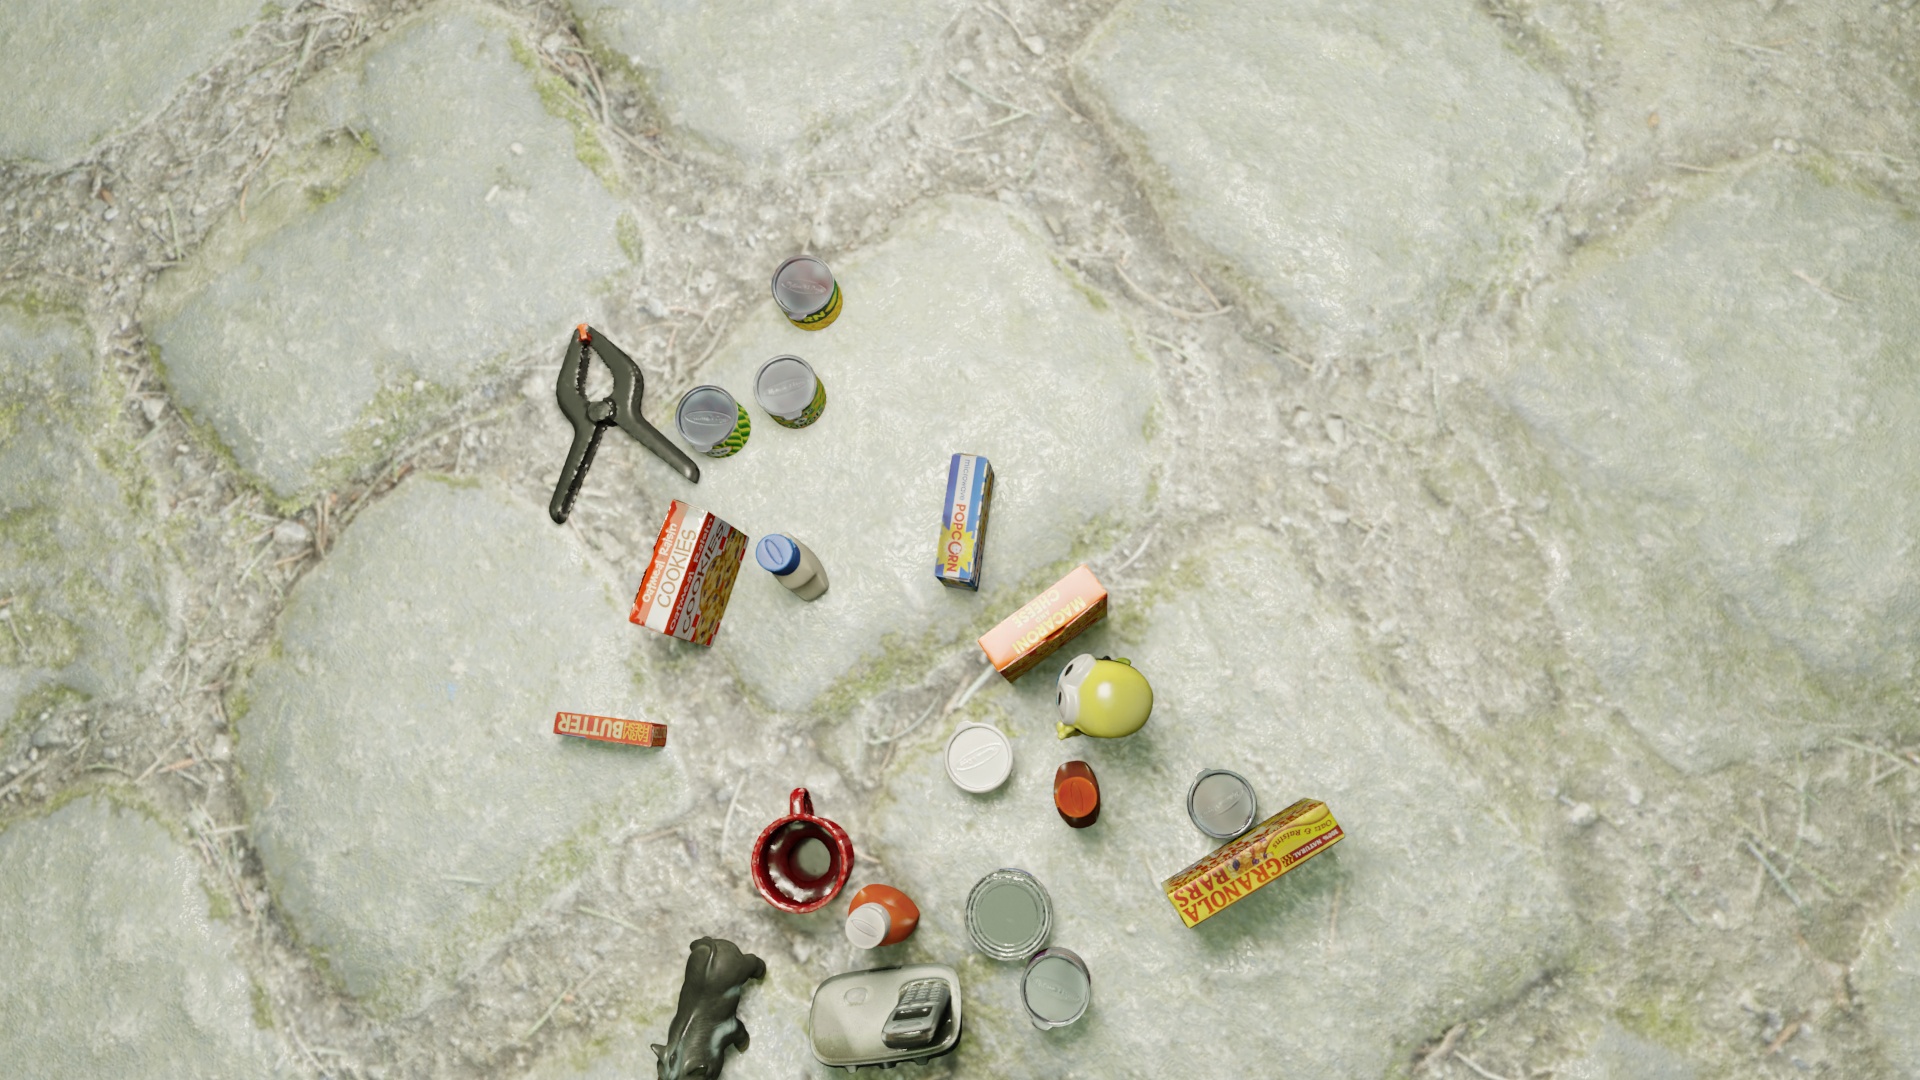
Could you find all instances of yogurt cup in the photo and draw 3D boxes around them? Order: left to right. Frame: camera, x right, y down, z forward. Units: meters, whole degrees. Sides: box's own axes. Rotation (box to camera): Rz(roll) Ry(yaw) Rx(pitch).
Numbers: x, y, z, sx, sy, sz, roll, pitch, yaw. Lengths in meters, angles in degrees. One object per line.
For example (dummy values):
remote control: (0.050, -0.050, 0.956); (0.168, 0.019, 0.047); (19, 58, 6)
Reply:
yogurt cup: (0.019, 0.214, 1.370); (0.072, 0.054, 0.072); (-1, 81, 5)

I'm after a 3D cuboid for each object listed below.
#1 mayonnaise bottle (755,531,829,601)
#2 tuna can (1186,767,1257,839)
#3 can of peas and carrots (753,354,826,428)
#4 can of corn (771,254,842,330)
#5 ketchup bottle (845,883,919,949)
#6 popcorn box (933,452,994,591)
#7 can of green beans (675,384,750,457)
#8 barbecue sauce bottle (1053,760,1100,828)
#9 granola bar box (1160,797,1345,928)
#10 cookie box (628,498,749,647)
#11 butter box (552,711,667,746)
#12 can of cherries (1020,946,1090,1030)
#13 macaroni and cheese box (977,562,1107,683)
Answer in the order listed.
mayonnaise bottle: (-0.168, 0.022, 1.372); (0.041, 0.148, 0.065); (-33, 79, 0)
tuna can: (0.252, 0.254, 1.352); (0.071, 0.033, 0.071); (-1, 80, 5)
can of peas and carrots: (-0.176, -0.152, 1.448); (0.071, 0.058, 0.071); (-1, 81, 5)
can of corn: (-0.161, -0.258, 1.465); (0.071, 0.058, 0.071); (-1, 81, 5)
ketchup bottle: (-0.078, 0.355, 1.307); (0.065, 0.148, 0.043); (27, 85, 9)
popcorn box: (0.005, -0.017, 1.395); (0.038, 0.085, 0.127); (7, 81, 7)
can of green beans: (-0.258, -0.123, 1.451); (0.071, 0.057, 0.071); (-1, 81, 5)
barbecue sauce bottle: (0.110, 0.240, 1.309); (0.044, 0.148, 0.065); (-11, 80, 4)
granola bar box: (0.270, 0.300, 1.297); (0.165, 0.124, 0.039); (-31, 80, 0)
cookie box: (-0.265, 0.036, 1.369); (0.040, 0.167, 0.123); (17, 83, 8)
butter box: (-0.354, 0.192, 1.409); (0.103, 0.053, 0.024); (6, 82, 6)
can of cherries: (0.090, 0.427, 1.325); (0.071, 0.058, 0.071); (-1, 81, 5)
macaroni and cheese box: (0.082, 0.082, 1.329); (0.124, 0.166, 0.040); (-36, 80, -1)
